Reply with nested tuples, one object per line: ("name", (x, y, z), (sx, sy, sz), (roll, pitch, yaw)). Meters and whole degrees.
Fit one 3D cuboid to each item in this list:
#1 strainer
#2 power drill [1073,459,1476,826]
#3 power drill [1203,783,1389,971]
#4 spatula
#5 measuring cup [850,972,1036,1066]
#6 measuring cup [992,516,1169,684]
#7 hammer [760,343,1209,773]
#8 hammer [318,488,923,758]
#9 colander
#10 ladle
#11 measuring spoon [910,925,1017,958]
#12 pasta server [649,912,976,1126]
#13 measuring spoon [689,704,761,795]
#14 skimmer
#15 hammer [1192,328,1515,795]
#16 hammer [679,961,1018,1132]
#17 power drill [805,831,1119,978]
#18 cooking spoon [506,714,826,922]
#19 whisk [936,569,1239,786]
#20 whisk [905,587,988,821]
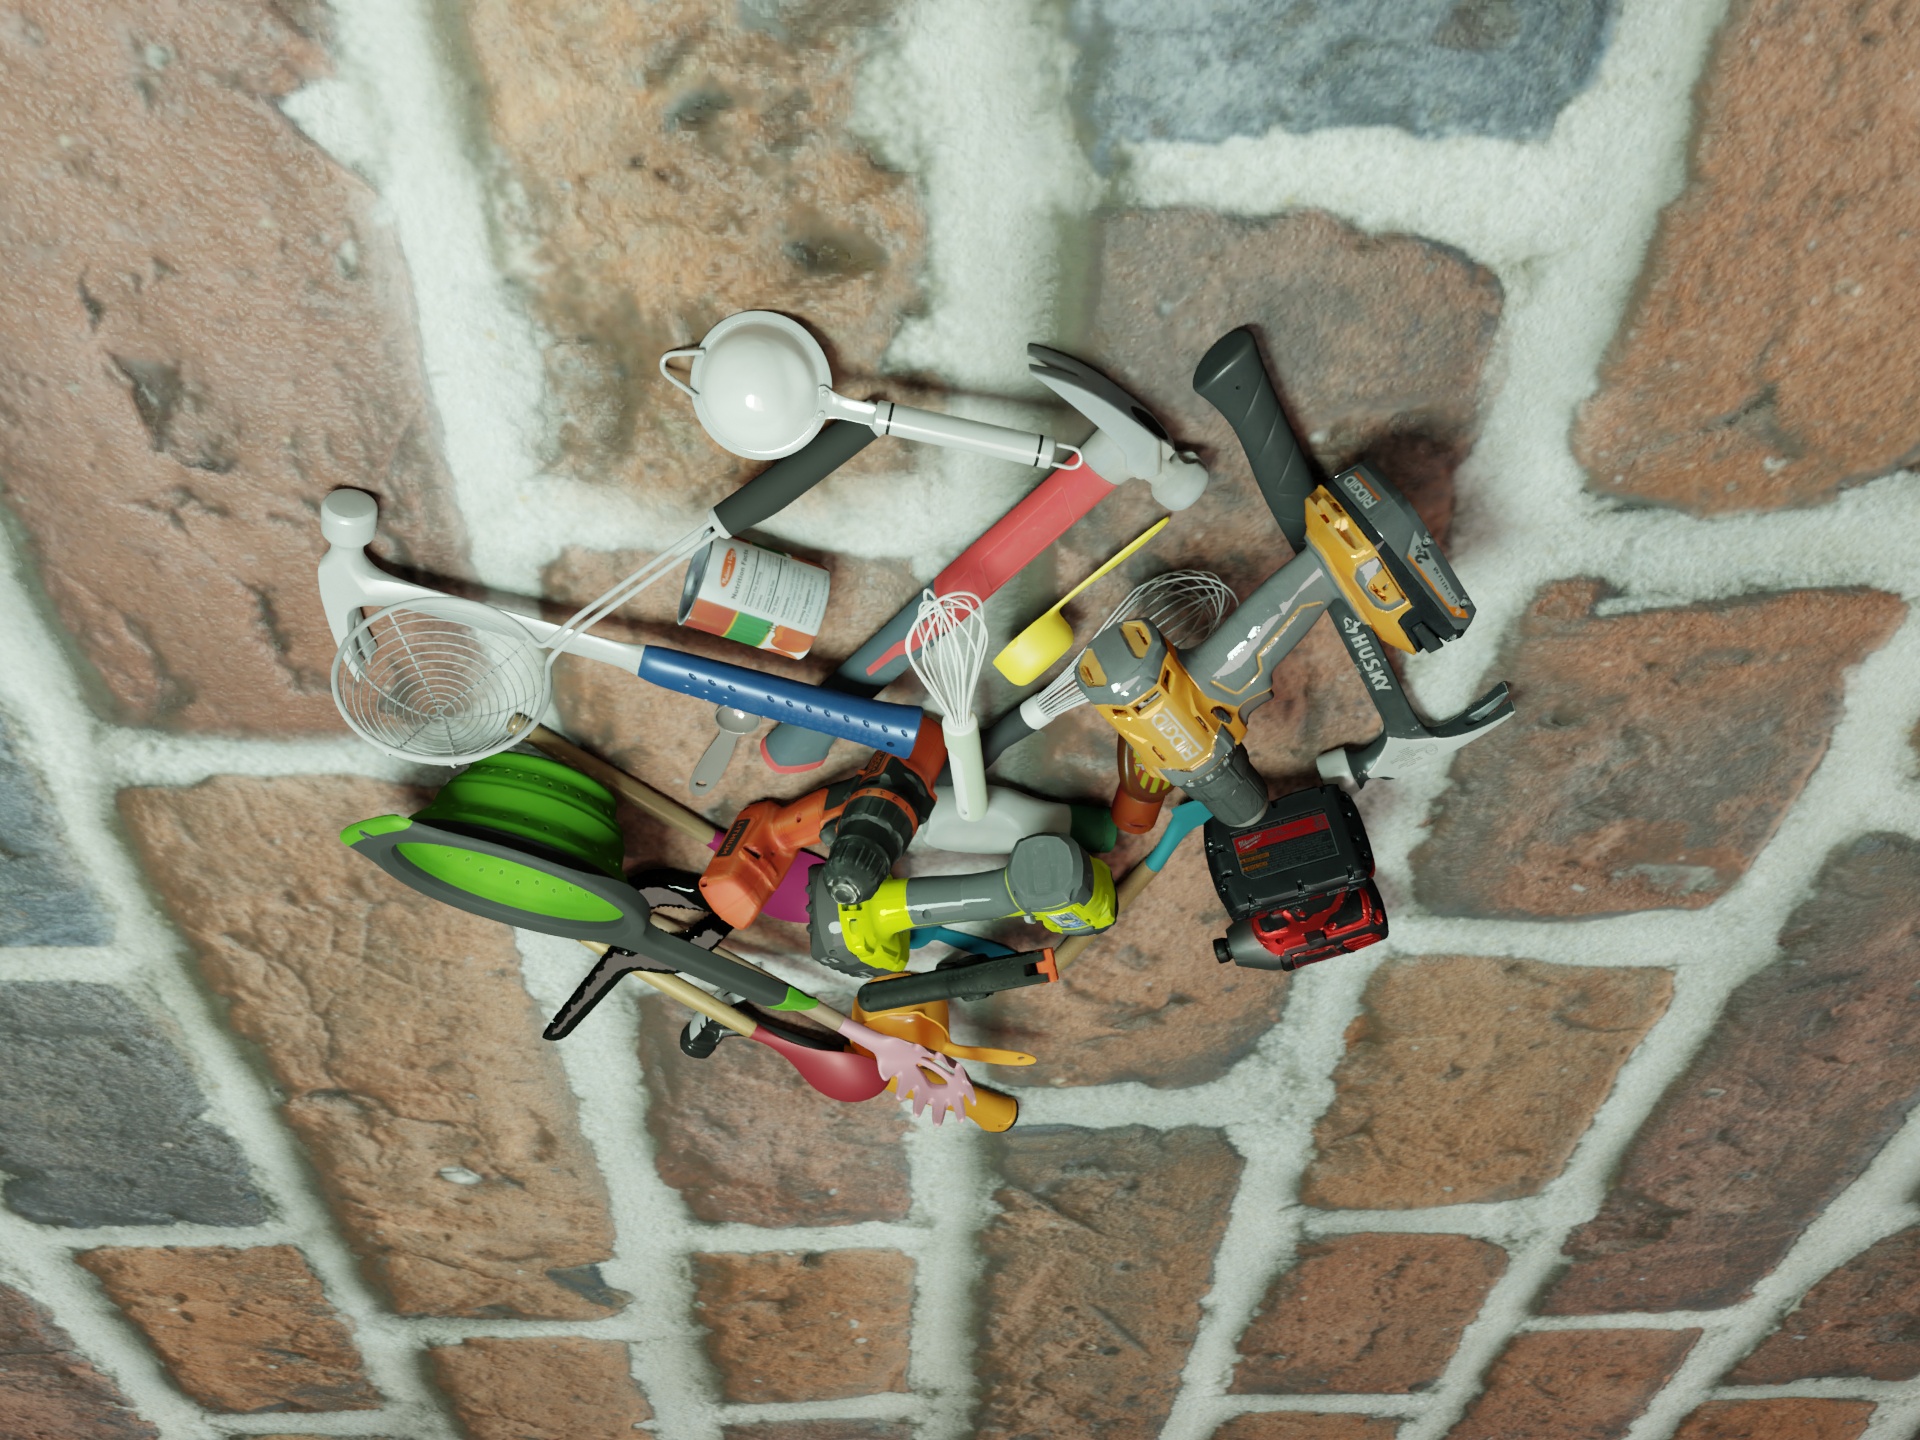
("strainer", (-0.053, -0.181, 0.935), (0.258, 0.050, 0.087), (11, 108, -4))
("power drill", (0.209, -0.035, 1.014), (0.226, 0.084, 0.185), (-36, 127, 12))
("power drill", (0.257, 0.138, 1.244), (0.143, 0.079, 0.219), (-17, 151, 8))
("spatula", (0.144, 0.140, 1.295), (0.082, 0.044, 0.317), (9, 137, -29))
("measuring cup", (-0.014, 0.272, 1.420), (0.173, 0.052, 0.095), (13, 134, -17))
("measuring cup", (0.087, -0.077, 1.065), (0.156, 0.062, 0.029), (-40, 87, 22))
("hammer", (-0.023, -0.085, 1.063), (0.143, 0.038, 0.386), (31, 127, -28))
("hammer", (-0.226, -0.040, 1.073), (0.405, 0.035, 0.144), (15, 134, -7))
("colander", (-0.259, 0.119, 1.210), (0.396, 0.095, 0.204), (31, 151, -33))
("ladle", (-0.199, 0.252, 1.364), (0.315, 0.031, 0.069), (32, 129, -12))
("measuring spoon", (-0.002, 0.195, 1.360), (0.128, 0.021, 0.042), (21, 131, -21))
("pasta server", (-0.126, 0.247, 1.345), (0.316, 0.040, 0.060), (30, 112, -8))
("measuring spoon", (-0.179, 0.018, 1.184), (0.034, 0.018, 0.124), (17, 139, -18))
("skimmer", (-0.208, -0.097, 0.962), (0.363, 0.127, 0.090), (-33, 154, 6))
("hammer", (0.253, -0.096, 1.063), (0.149, 0.036, 0.408), (-22, 132, 18))
("hammer", (-0.083, 0.317, 1.476), (0.336, 0.034, 0.127), (25, 131, -25))
("power drill", (0.007, 0.145, 1.237), (0.223, 0.080, 0.171), (-10, 159, 16))
("cooking spoon", (-0.215, 0.078, 1.237), (0.318, 0.017, 0.068), (35, 109, -31))
("whisk", (0.077, -0.022, 1.122), (0.070, 0.070, 0.284), (32, 131, -30))
("whisk", (-0.002, -0.003, 1.089), (0.059, 0.058, 0.246), (-31, 146, -16))
